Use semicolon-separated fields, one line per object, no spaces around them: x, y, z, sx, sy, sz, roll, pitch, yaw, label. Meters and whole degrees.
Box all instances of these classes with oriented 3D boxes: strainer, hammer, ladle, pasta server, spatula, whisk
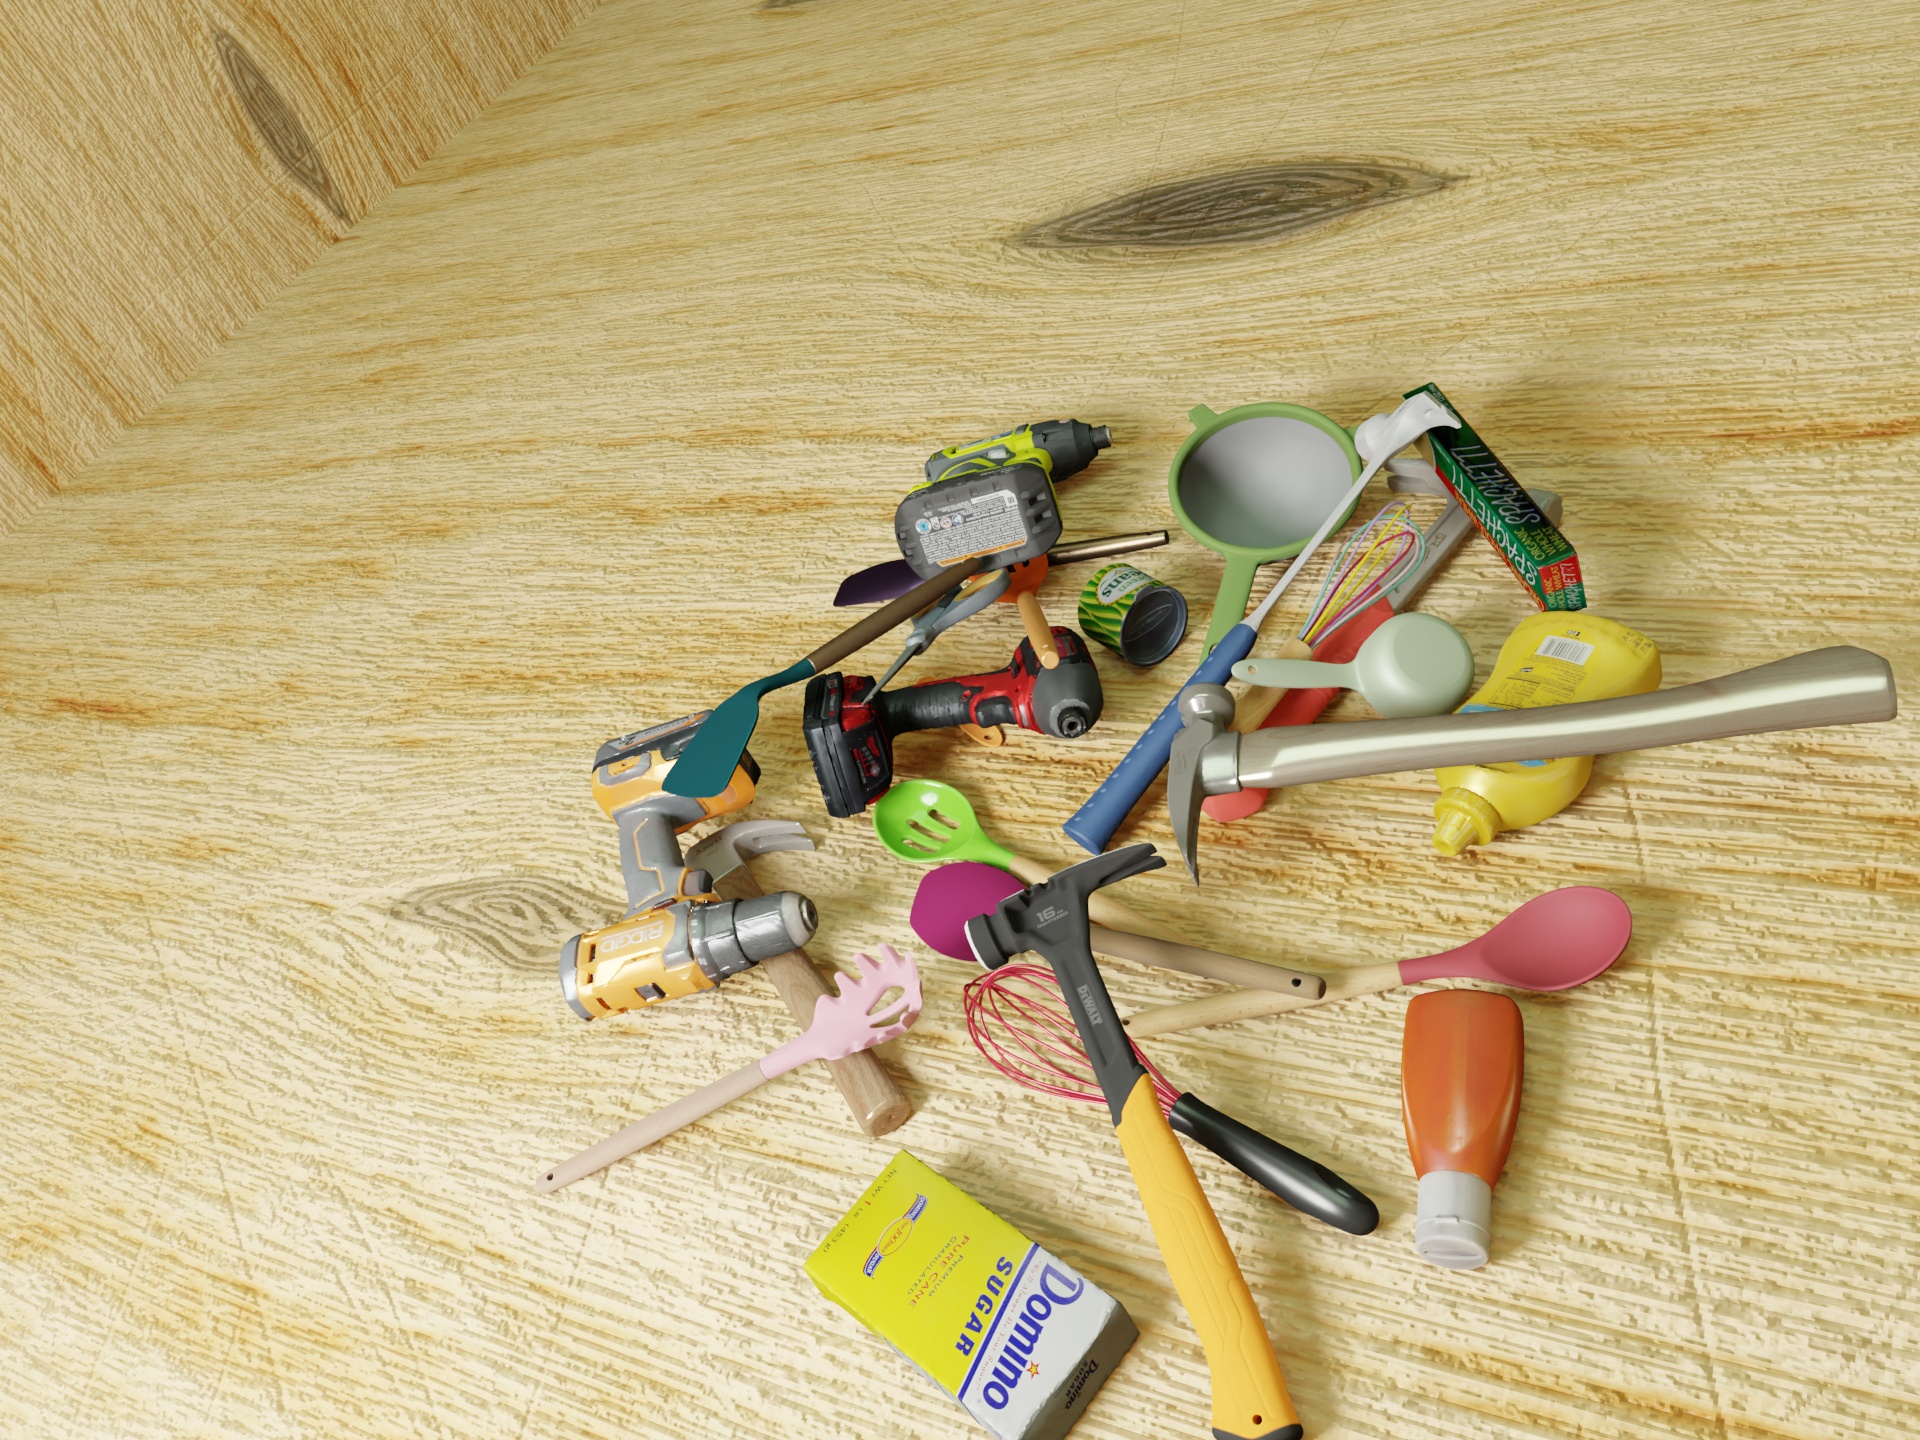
0.228;-0.129;1.244;0.151;0.069;0.256;10;66;19;strainer
-0.119;0.174;1.129;0.130;0.031;0.332;-35;40;-9;hammer
0.237;0.157;0.950;0.315;0.031;0.069;-15;38;18;ladle
-0.154;0.238;1.041;0.316;0.040;0.060;-29;55;13;pasta server
0.030;-0.137;1.391;0.316;0.018;0.060;-6;41;25;spatula
0.326;0.016;0.951;0.410;0.038;0.146;-8;45;21;hammer
-0.092;-0.042;1.190;0.317;0.044;0.082;-35;23;-34;spatula
0.210;-0.073;1.123;0.405;0.035;0.144;-51;4;-7;hammer
0.252;-0.063;1.117;0.245;0.051;0.047;-49;10;-19;whisk
0.280;-0.065;1.157;0.149;0.036;0.359;23;60;43;hammer
0.113;0.219;0.930;0.296;0.073;0.073;24;61;38;whisk
0.110;0.226;0.872;0.127;0.034;0.337;-27;55;8;hammer
0.049;-0.096;1.246;0.081;0.041;0.323;-28;16;5;spatula

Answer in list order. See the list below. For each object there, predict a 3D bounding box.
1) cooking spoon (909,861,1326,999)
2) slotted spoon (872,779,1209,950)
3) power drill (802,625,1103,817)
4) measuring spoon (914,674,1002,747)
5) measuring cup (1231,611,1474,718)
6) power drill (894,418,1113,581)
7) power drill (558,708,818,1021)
0.089;0.142;1.031;0.319;0.017;0.069;7;74;39;cooking spoon
0.055;0.111;1.102;0.314;0.031;0.070;23;61;41;slotted spoon
-0.002;-0.004;1.188;0.219;0.078;0.143;-14;24;2;power drill
-0.001;-0.005;1.275;0.021;0.011;0.117;-34;43;-16;measuring spoon
0.267;-0.038;1.070;0.167;0.038;0.083;1;66;-11;measuring cup
0.038;-0.203;1.376;0.171;0.080;0.223;-13;22;18;power drill
-0.193;0.100;1.164;0.185;0.084;0.226;-17;46;13;power drill
